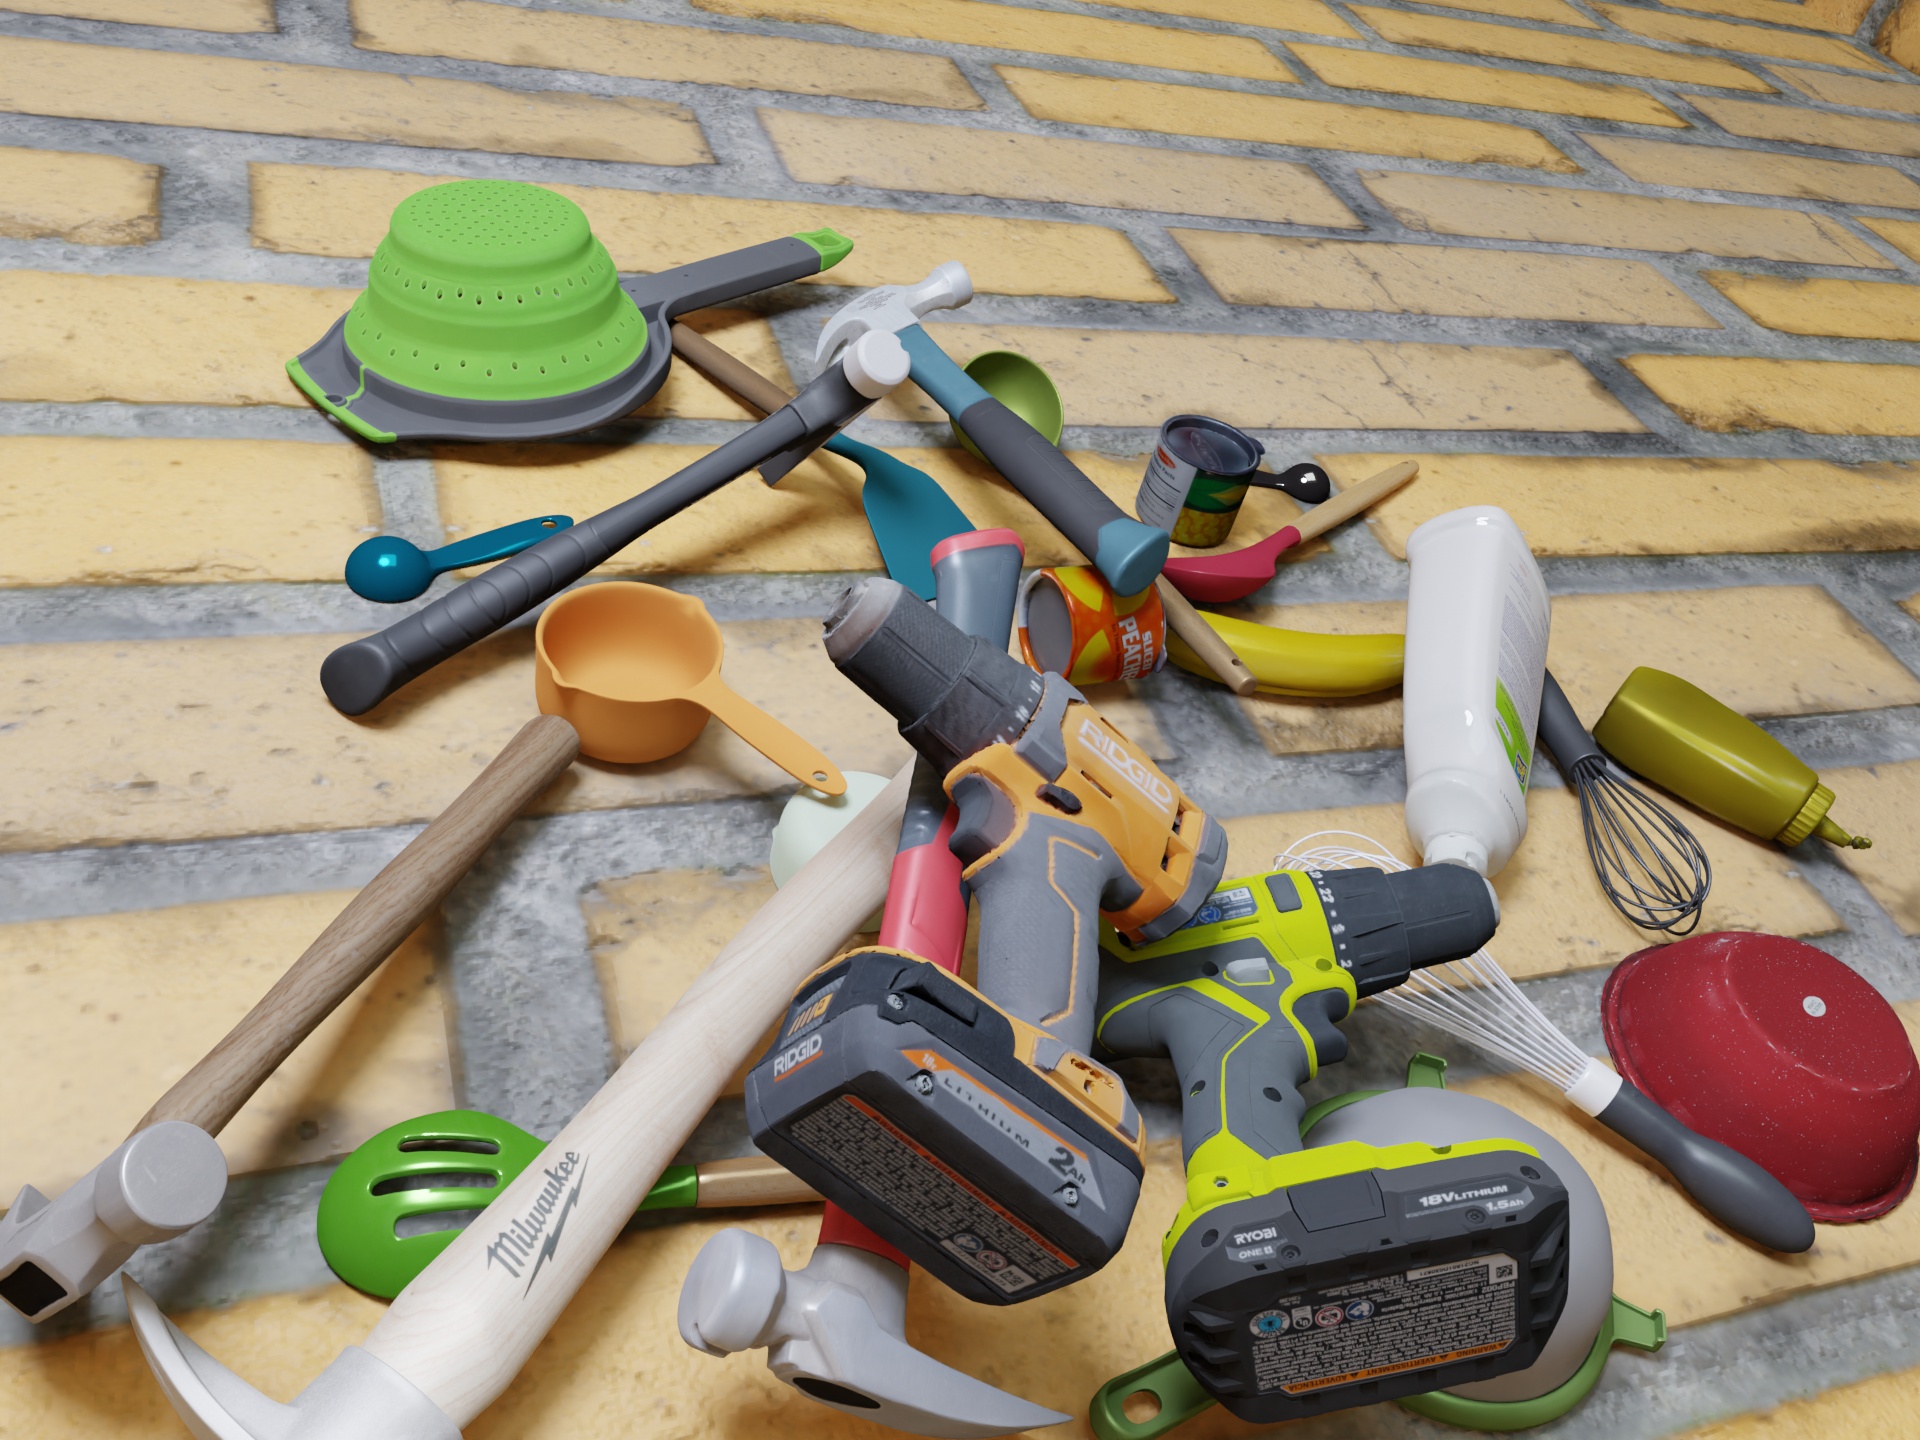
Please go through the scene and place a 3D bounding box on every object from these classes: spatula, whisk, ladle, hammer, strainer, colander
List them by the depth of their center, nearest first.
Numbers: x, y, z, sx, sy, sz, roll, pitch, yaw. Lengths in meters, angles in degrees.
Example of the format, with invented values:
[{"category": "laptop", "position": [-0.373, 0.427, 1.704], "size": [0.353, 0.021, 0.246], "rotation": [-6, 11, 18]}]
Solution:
[{"category": "hammer", "position": [-0.230, 0.087, 0.596], "size": [0.031, 0.130, 0.331], "rotation": [50, 28, -13]}, {"category": "hammer", "position": [-0.102, 0.114, 0.601], "size": [0.146, 0.038, 0.411], "rotation": [34, 45, 9]}, {"category": "strainer", "position": [0.160, 0.208, 0.613], "size": [0.256, 0.069, 0.152], "rotation": [-12, 49, -32]}, {"category": "hammer", "position": [0.000, 0.075, 0.636], "size": [0.143, 0.038, 0.387], "rotation": [31, 47, -24]}, {"category": "whisk", "position": [0.262, 0.147, 0.729], "size": [0.285, 0.070, 0.070], "rotation": [36, 44, 13]}, {"category": "hammer", "position": [-0.176, -0.099, 0.819], "size": [0.335, 0.146, 0.035], "rotation": [-38, 99, -32]}, {"category": "whisk", "position": [0.356, 0.029, 0.905], "size": [0.055, 0.055, 0.239], "rotation": [6, 38, -14]}, {"category": "hammer", "position": [0.019, -0.174, 0.930], "size": [0.128, 0.033, 0.331], "rotation": [-27, 47, -14]}, {"category": "ladle", "position": [0.083, -0.123, 0.937], "size": [0.078, 0.062, 0.321], "rotation": [-13, 43, -24]}, {"category": "colander", "position": [-0.217, -0.287, 0.984], "size": [0.205, 0.094, 0.397], "rotation": [36, 47, 29]}, {"category": "spatula", "position": [-0.106, -0.179, 0.985], "size": [0.082, 0.044, 0.318], "rotation": [-26, 52, -39]}, {"category": "ladle", "position": [0.227, -0.129, 1.040], "size": [0.069, 0.031, 0.315], "rotation": [16, 31, 36]}]

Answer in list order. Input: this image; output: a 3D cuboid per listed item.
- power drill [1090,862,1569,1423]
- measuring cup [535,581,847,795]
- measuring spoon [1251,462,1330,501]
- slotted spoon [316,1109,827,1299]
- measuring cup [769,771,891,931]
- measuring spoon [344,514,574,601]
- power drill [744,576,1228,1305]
[{"category": "power drill", "position": [0.142, 0.137, 0.614], "size": [0.190, 0.080, 0.229], "rotation": [-12, 30, 1]}, {"category": "measuring cup", "position": [-0.127, 0.002, 0.753], "size": [0.174, 0.052, 0.095], "rotation": [34, 43, 16]}, {"category": "measuring spoon", "position": [0.196, -0.174, 1.088], "size": [0.124, 0.018, 0.034], "rotation": [9, 42, -9]}, {"category": "slotted spoon", "position": [-0.075, 0.172, 0.603], "size": [0.313, 0.031, 0.070], "rotation": [2, 48, -20]}, {"category": "measuring cup", "position": [-0.066, 0.079, 0.698], "size": [0.083, 0.038, 0.168], "rotation": [27, 39, 10]}, {"category": "measuring spoon", "position": [-0.260, -0.095, 0.835], "size": [0.128, 0.021, 0.042], "rotation": [-24, 56, -37]}, {"category": "power drill", "position": [0.002, 0.060, 0.563], "size": [0.185, 0.084, 0.226], "rotation": [40, 40, -14]}]
